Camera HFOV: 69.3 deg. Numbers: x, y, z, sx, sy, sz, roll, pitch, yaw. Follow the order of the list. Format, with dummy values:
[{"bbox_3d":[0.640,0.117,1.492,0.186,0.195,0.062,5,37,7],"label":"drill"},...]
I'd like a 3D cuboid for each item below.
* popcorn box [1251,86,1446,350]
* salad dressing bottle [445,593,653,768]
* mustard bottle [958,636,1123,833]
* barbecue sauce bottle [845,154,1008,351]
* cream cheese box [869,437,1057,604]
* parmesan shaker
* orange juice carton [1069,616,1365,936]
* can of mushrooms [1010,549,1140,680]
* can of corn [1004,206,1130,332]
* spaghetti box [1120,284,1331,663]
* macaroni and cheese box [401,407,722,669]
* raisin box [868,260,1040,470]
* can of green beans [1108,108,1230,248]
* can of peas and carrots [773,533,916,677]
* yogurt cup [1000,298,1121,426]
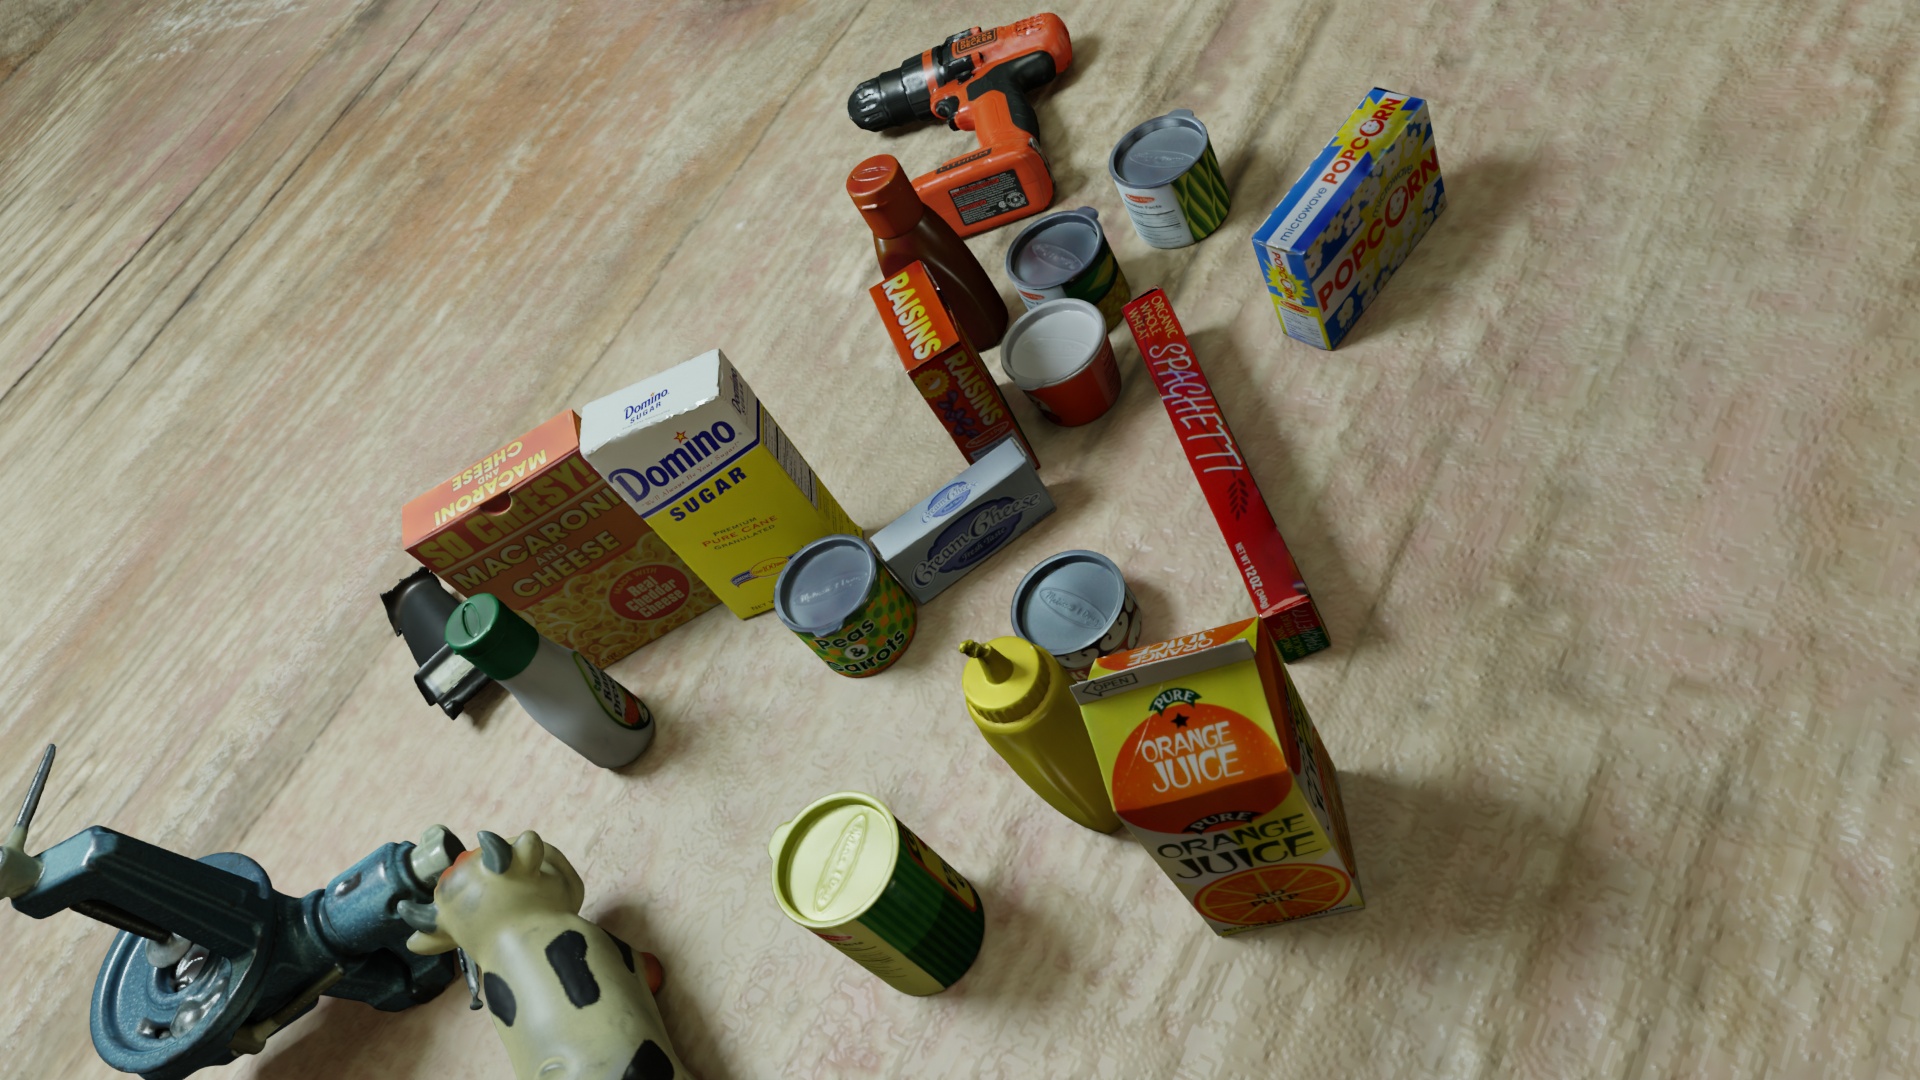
[{"bbox_3d":[0.227,-0.185,0.804,0.038,0.085,0.127,29,74,40],"label":"popcorn box"},{"bbox_3d":[-0.240,0.084,0.817,0.044,0.147,0.064,-36,48,1],"label":"salad dressing bottle"},{"bbox_3d":[0.039,0.086,0.656,0.065,0.159,0.049,27,73,39],"label":"mustard bottle"},{"bbox_3d":[-0.024,-0.182,0.895,0.065,0.148,0.044,0,58,29],"label":"barbecue sauce bottle"},{"bbox_3d":[0.003,-0.010,0.818,0.104,0.053,0.024,-35,48,1],"label":"cream cheese box"},{"bbox_3d":[-0.039,0.172,0.674,0.071,0.102,0.071,-15,51,19],"label":"parmesan shaker"},{"bbox_3d":[0.112,0.096,0.587,0.072,0.192,0.073,-17,51,17],"label":"orange juice carton"},{"bbox_3d":[0.062,0.043,0.761,0.071,0.033,0.071,-14,51,19],"label":"can of mushrooms"},{"bbox_3d":[0.072,-0.170,0.895,0.071,0.058,0.071,-15,51,19],"label":"can of corn"},{"bbox_3d":[0.142,-0.045,0.771,0.028,0.050,0.251,-25,49,11],"label":"spaghetti box"},{"bbox_3d":[-0.238,0.009,0.859,0.123,0.166,0.040,-29,48,7],"label":"macaroni and cheese box"},{"bbox_3d":[-0.002,-0.097,0.838,0.040,0.123,0.086,-29,48,7],"label":"raisin box"},{"bbox_3d":[0.137,-0.234,0.907,0.071,0.057,0.071,-15,51,19],"label":"can of green beans"},{"bbox_3d":[-0.066,0.041,0.815,0.071,0.058,0.071,-15,51,19],"label":"can of peas and carrots"},{"bbox_3d":[0.065,-0.107,0.855,0.072,0.053,0.073,-14,51,19],"label":"yogurt cup"}]
